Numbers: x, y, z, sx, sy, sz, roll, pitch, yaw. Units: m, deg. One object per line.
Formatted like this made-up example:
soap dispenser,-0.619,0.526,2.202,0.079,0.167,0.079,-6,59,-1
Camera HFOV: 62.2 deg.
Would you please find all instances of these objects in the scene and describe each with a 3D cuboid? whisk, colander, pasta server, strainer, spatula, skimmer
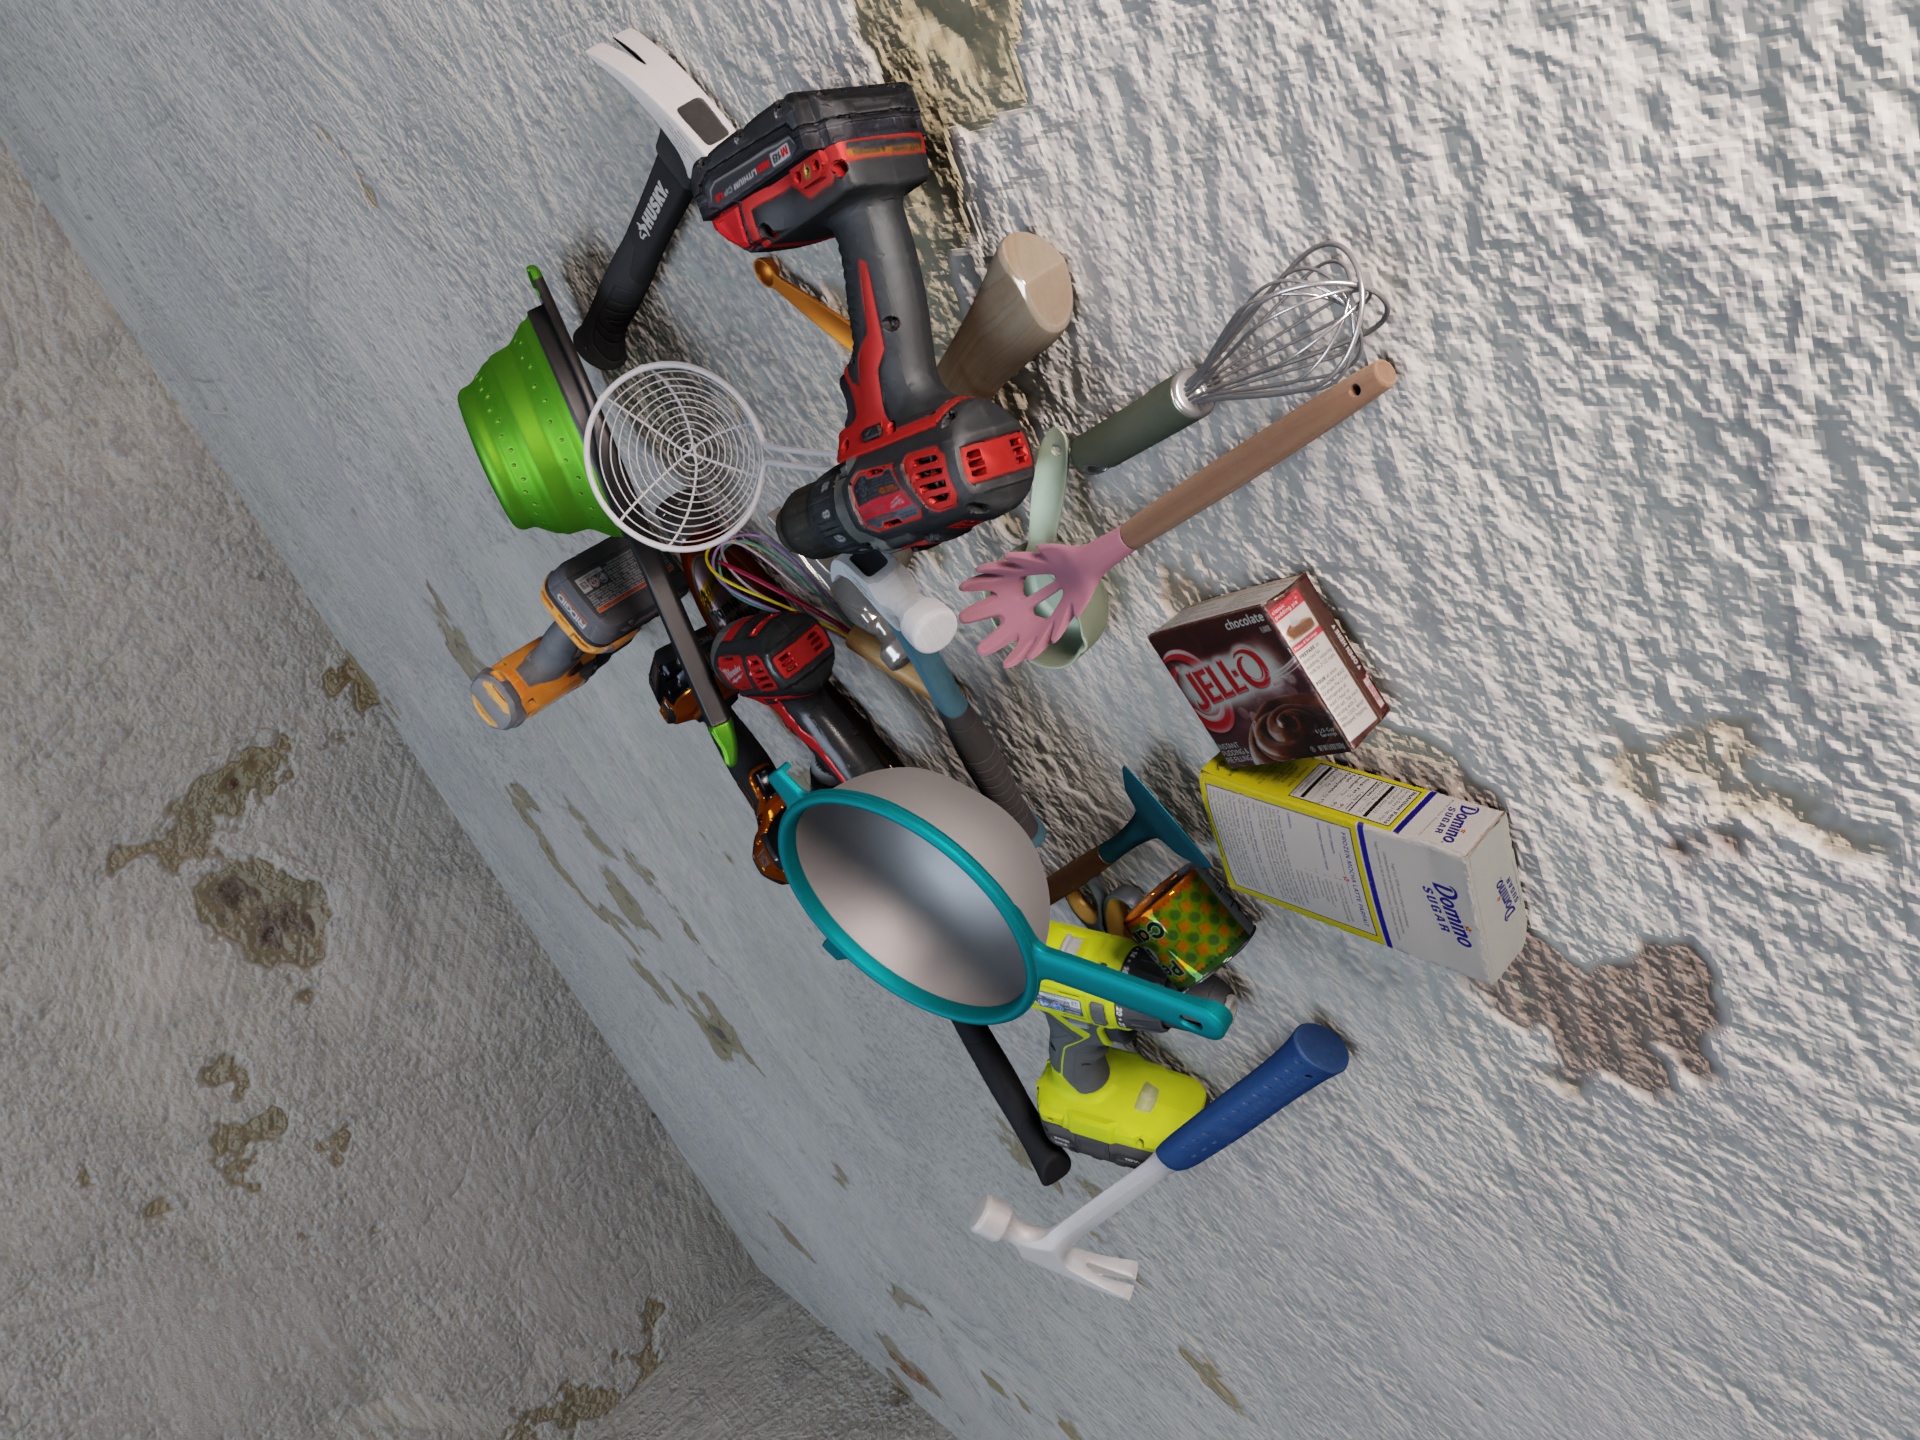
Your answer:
whisk,0.113,-0.156,0.742,0.246,0.057,0.059,163,104,-66
colander,-0.279,-0.133,1.195,0.204,0.094,0.397,-148,36,-75
whisk,-0.098,-0.072,1.183,0.245,0.047,0.051,33,106,22
pasta server,0.097,-0.100,0.797,0.316,0.040,0.060,-29,90,55
strainer,0.038,0.120,1.063,0.340,0.095,0.210,17,138,29
spatula,0.084,0.105,1.112,0.082,0.044,0.317,49,149,3
skimmer,-0.109,-0.153,0.967,0.363,0.090,0.127,16,114,50

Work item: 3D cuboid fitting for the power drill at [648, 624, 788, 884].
power drill,-0.180,0.030,1.369,0.226,0.084,0.164,60,162,3

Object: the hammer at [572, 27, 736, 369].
hammer,-0.217,-0.320,1.066,0.146,0.035,0.335,53,155,-6

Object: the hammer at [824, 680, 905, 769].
hammer,-0.067,0.032,1.295,0.331,0.031,0.130,47,154,8

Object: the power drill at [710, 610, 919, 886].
power drill,-0.108,0.015,1.202,0.143,0.078,0.219,1,127,58

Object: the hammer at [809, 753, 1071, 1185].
hammer,-0.024,0.212,1.366,0.409,0.036,0.149,58,160,16

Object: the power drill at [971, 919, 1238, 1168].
power drill,0.120,0.242,1.190,0.191,0.080,0.228,10,138,26

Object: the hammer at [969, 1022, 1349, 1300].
hammer,0.155,0.331,1.179,0.144,0.035,0.405,29,135,-8

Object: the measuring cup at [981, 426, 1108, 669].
measuring cup,0.056,-0.104,0.913,0.083,0.038,0.167,33,141,25

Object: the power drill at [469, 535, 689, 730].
power drill,-0.333,-0.089,1.449,0.084,0.185,0.226,51,136,-2

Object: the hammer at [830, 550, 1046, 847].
hammer,-0.002,-0.003,1.050,0.128,0.033,0.330,47,171,38

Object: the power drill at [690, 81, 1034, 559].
power drill,-0.063,-0.195,0.839,0.188,0.080,0.226,-9,101,51

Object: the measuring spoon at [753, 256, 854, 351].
measuring spoon,-0.082,-0.250,0.971,0.117,0.011,0.021,39,152,16

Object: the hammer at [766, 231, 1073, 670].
hammer,-0.028,-0.165,0.964,0.146,0.038,0.410,50,154,5
